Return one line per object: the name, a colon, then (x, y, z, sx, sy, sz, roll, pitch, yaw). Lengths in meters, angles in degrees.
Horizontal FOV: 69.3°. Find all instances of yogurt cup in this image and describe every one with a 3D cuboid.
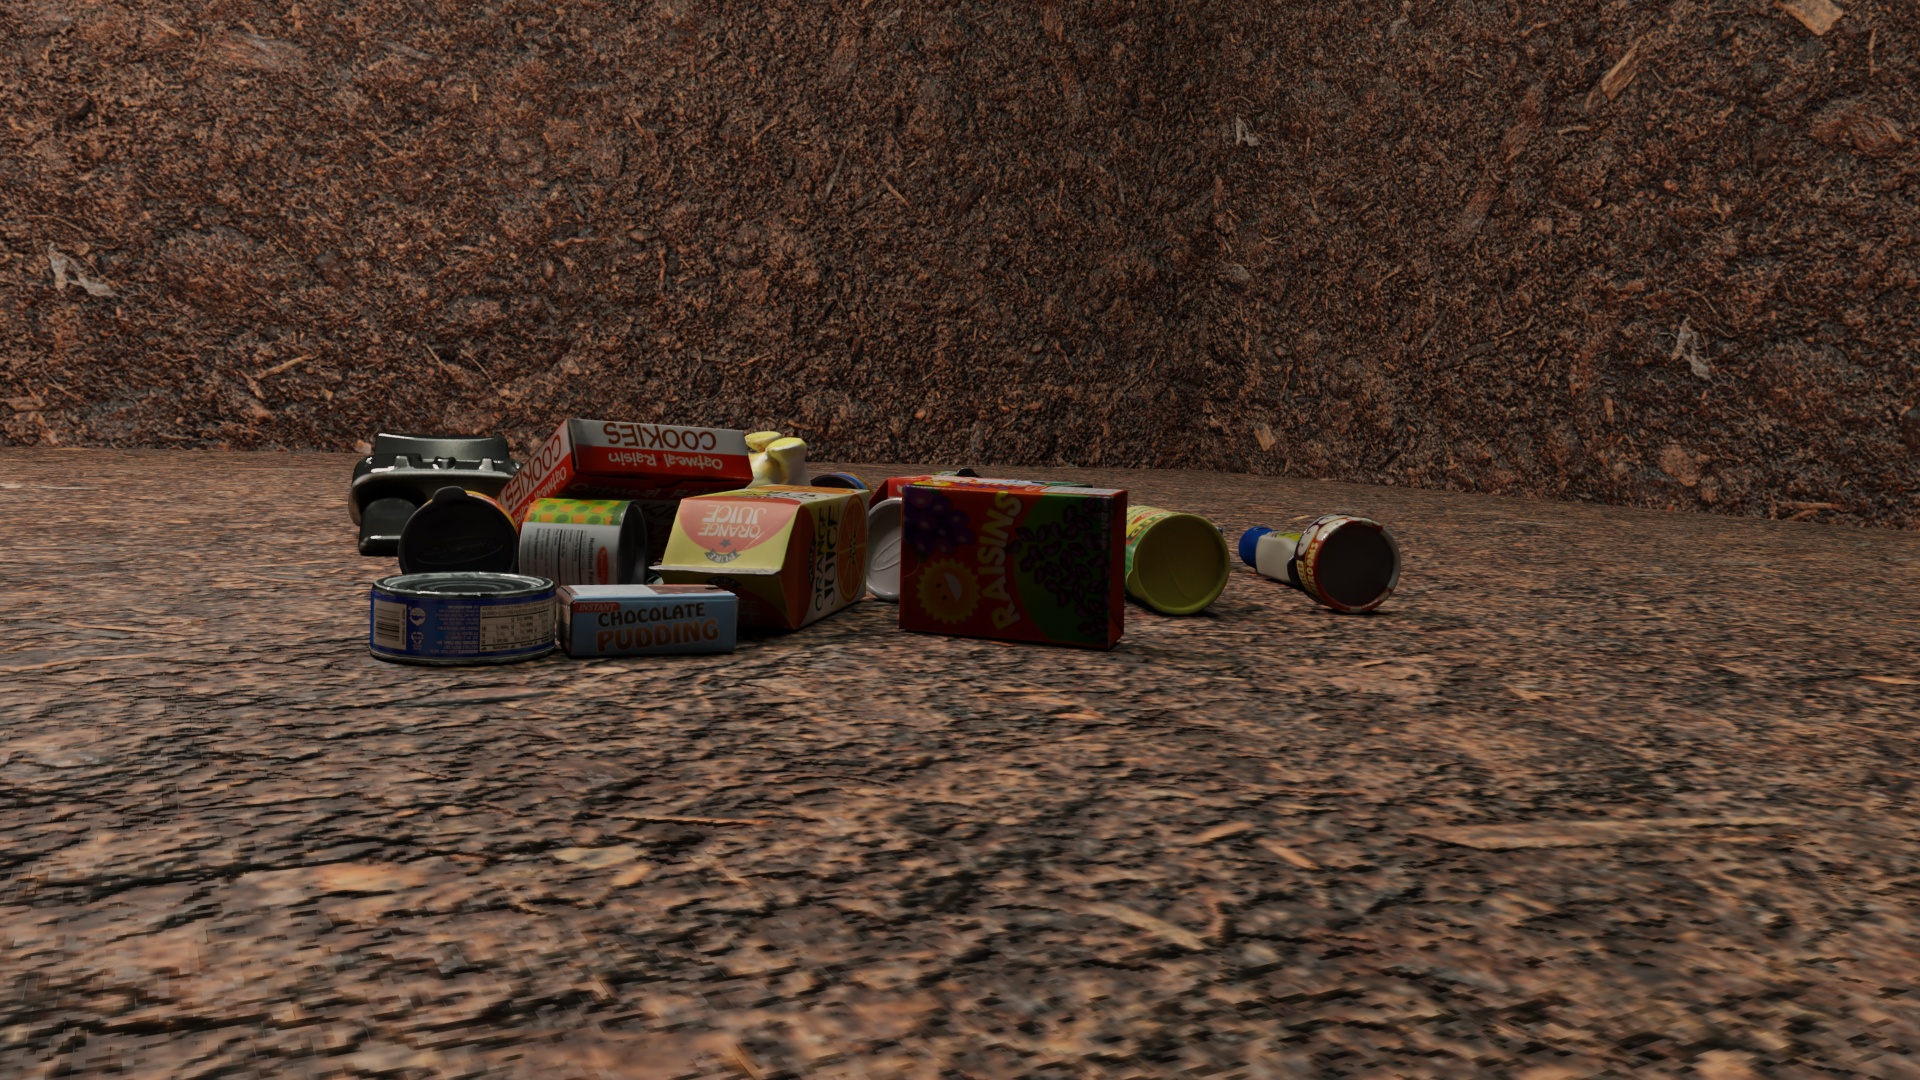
yogurt cup: (-0.030, 0.008, 0.929, 0.072, 0.072, 0.054, 6, -2, 34)

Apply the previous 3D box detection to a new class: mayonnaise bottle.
mayonnaise bottle: (0.271, 0.013, 1.115, 0.065, 0.041, 0.148, -1, 6, -14)

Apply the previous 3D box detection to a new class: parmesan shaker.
parmesan shaker: (0.131, 0.012, 0.943, 0.071, 0.071, 0.103, 1, 5, -11)

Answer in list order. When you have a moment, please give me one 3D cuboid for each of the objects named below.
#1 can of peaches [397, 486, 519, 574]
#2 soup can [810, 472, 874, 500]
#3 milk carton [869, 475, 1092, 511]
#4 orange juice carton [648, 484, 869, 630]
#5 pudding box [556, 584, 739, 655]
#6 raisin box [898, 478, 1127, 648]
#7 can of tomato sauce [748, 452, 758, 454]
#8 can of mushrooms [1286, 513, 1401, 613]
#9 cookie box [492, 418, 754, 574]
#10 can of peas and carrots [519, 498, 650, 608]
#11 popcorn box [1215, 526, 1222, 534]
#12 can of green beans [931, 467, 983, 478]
can of peaches: (-0.296, 0.002, 0.823, 0.071, 0.071, 0.058, 1, 4, -17)
soup can: (-0.110, -0.028, 1.265, 0.071, 0.071, 0.084, 3, 5, 2)
milk carton: (0.004, -0.014, 1.117, 0.190, 0.073, 0.072, 5, 6, 25)
orange juice carton: (-0.113, 0.008, 0.825, 0.072, 0.073, 0.193, 4, 6, 11)
pudding box: (-0.158, 0.039, 0.701, 0.084, 0.030, 0.049, 0, 4, -24)
raisin box: (0.029, 0.012, 0.779, 0.123, 0.086, 0.040, 4, 10, 19)
can of tomato sauce: (-0.175, -0.034, 1.194, 0.071, 0.083, 0.071, 2, 5, 0)
can of mushrooms: (0.263, 0.016, 0.953, 0.071, 0.071, 0.033, 1, 6, -11)
cookie box: (-0.229, -0.023, 0.903, 0.123, 0.040, 0.166, 0, -23, -41)
can of peas and carrots: (-0.220, 0.008, 0.816, 0.059, 0.071, 0.071, 2, 5, 1)
popcorn box: (0.152, 0.002, 1.206, 0.127, 0.038, 0.085, 1, 6, -17)
can of green beans: (-0.005, -0.037, 1.400, 0.071, 0.071, 0.058, 0, 5, -24)
